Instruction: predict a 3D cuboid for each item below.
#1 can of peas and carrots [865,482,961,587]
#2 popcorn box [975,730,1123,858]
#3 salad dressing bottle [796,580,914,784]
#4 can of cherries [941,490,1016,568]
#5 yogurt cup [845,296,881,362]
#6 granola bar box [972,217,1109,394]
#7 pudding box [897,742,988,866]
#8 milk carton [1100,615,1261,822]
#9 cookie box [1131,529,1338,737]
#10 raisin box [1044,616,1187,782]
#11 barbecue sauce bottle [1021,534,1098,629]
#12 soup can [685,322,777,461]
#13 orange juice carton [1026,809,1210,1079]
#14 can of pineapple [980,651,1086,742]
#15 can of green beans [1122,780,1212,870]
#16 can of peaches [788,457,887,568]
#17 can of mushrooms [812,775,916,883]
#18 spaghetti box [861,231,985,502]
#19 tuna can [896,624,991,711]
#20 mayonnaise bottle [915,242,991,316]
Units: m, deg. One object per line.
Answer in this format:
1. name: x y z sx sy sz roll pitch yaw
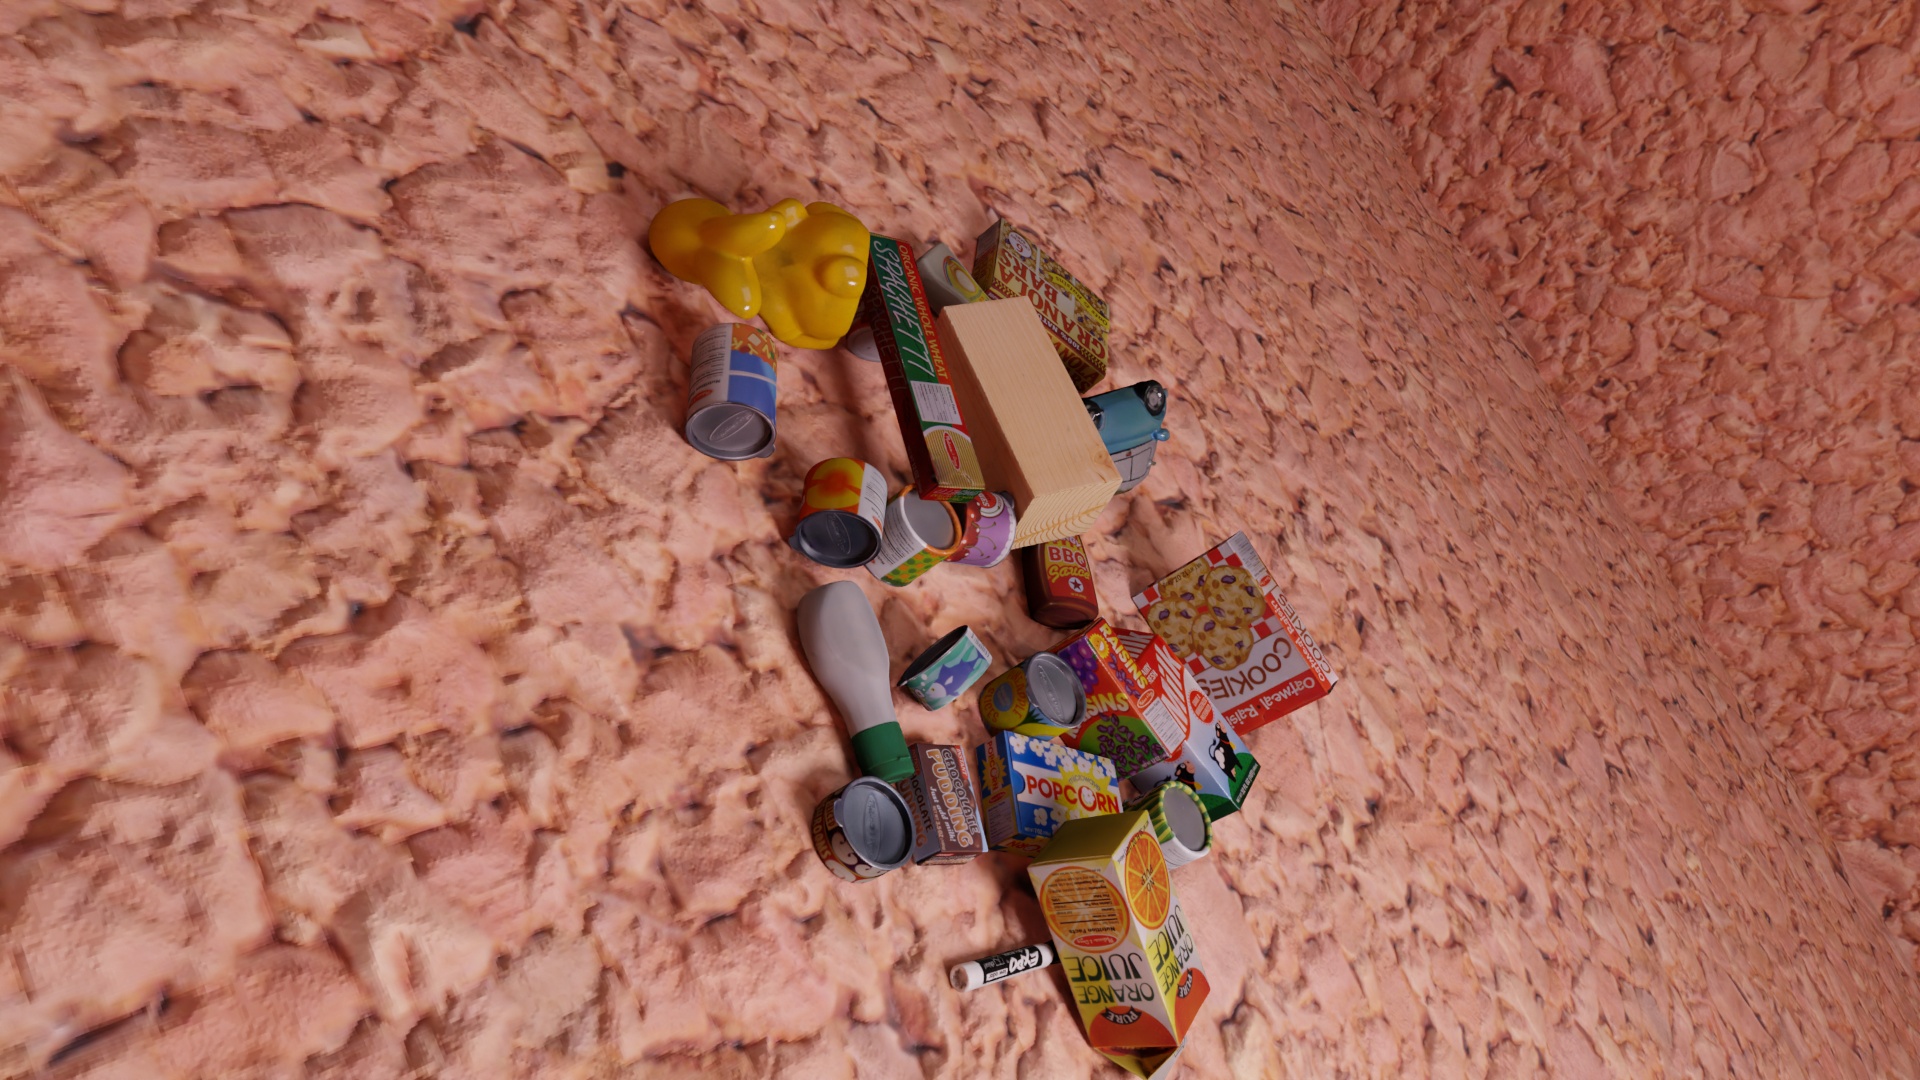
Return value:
1. can of peas and carrots: -0.040 -0.005 1.112 0.071 0.058 0.071 29 44 -31
2. popcorn box: 0.073 0.205 1.087 0.126 0.038 0.085 21 49 -38
3. salad dressing bottle: -0.074 0.104 1.001 0.064 0.044 0.148 2 61 -50
4. can of cherries: 0.004 -0.015 1.159 0.058 0.071 0.072 9 55 -43
5. yogurt cup: -0.072 -0.194 1.226 0.072 0.072 0.054 24 54 -35
6. granola bar box: 0.087 -0.248 1.466 0.165 0.039 0.125 34 41 -25
7. pudding box: -0.015 0.191 1.006 0.050 0.030 0.084 13 53 -43
8. milk carton: 0.168 0.154 1.204 0.190 0.073 0.073 53 36 -2
9. cookie box: 0.258 0.093 1.312 0.040 0.122 0.167 -27 83 -53
10. raisin box: 0.116 0.136 1.149 0.123 0.085 0.040 55 41 1
11. barbecue sauce bottle: 0.083 0.006 1.253 0.065 0.043 0.149 15 50 -30
12. soup can: -0.169 -0.111 1.046 0.071 0.071 0.084 26 45 -34
13. orange juice carton: 0.123 0.301 1.011 0.072 0.073 0.192 -33 105 -57
14. can of pineapple: 0.057 0.130 1.112 0.071 0.057 0.071 29 43 -31
15. can of green beans: 0.166 0.239 1.147 0.071 0.057 0.071 29 43 -31
16. can of peaches: -0.093 -0.021 1.062 0.071 0.071 0.058 32 41 -28
17. can of mushrooms: -0.067 0.196 0.942 0.071 0.033 0.071 29 44 -31
18. spaghetti box: -0.038 -0.145 1.144 0.050 0.028 0.251 3 60 -38
19. tuna can: -0.012 0.099 1.056 0.033 0.071 0.071 51 36 -7
20. mayonnaise bottle: 0.011 -0.221 1.357 0.148 0.041 0.065 48 35 -8
